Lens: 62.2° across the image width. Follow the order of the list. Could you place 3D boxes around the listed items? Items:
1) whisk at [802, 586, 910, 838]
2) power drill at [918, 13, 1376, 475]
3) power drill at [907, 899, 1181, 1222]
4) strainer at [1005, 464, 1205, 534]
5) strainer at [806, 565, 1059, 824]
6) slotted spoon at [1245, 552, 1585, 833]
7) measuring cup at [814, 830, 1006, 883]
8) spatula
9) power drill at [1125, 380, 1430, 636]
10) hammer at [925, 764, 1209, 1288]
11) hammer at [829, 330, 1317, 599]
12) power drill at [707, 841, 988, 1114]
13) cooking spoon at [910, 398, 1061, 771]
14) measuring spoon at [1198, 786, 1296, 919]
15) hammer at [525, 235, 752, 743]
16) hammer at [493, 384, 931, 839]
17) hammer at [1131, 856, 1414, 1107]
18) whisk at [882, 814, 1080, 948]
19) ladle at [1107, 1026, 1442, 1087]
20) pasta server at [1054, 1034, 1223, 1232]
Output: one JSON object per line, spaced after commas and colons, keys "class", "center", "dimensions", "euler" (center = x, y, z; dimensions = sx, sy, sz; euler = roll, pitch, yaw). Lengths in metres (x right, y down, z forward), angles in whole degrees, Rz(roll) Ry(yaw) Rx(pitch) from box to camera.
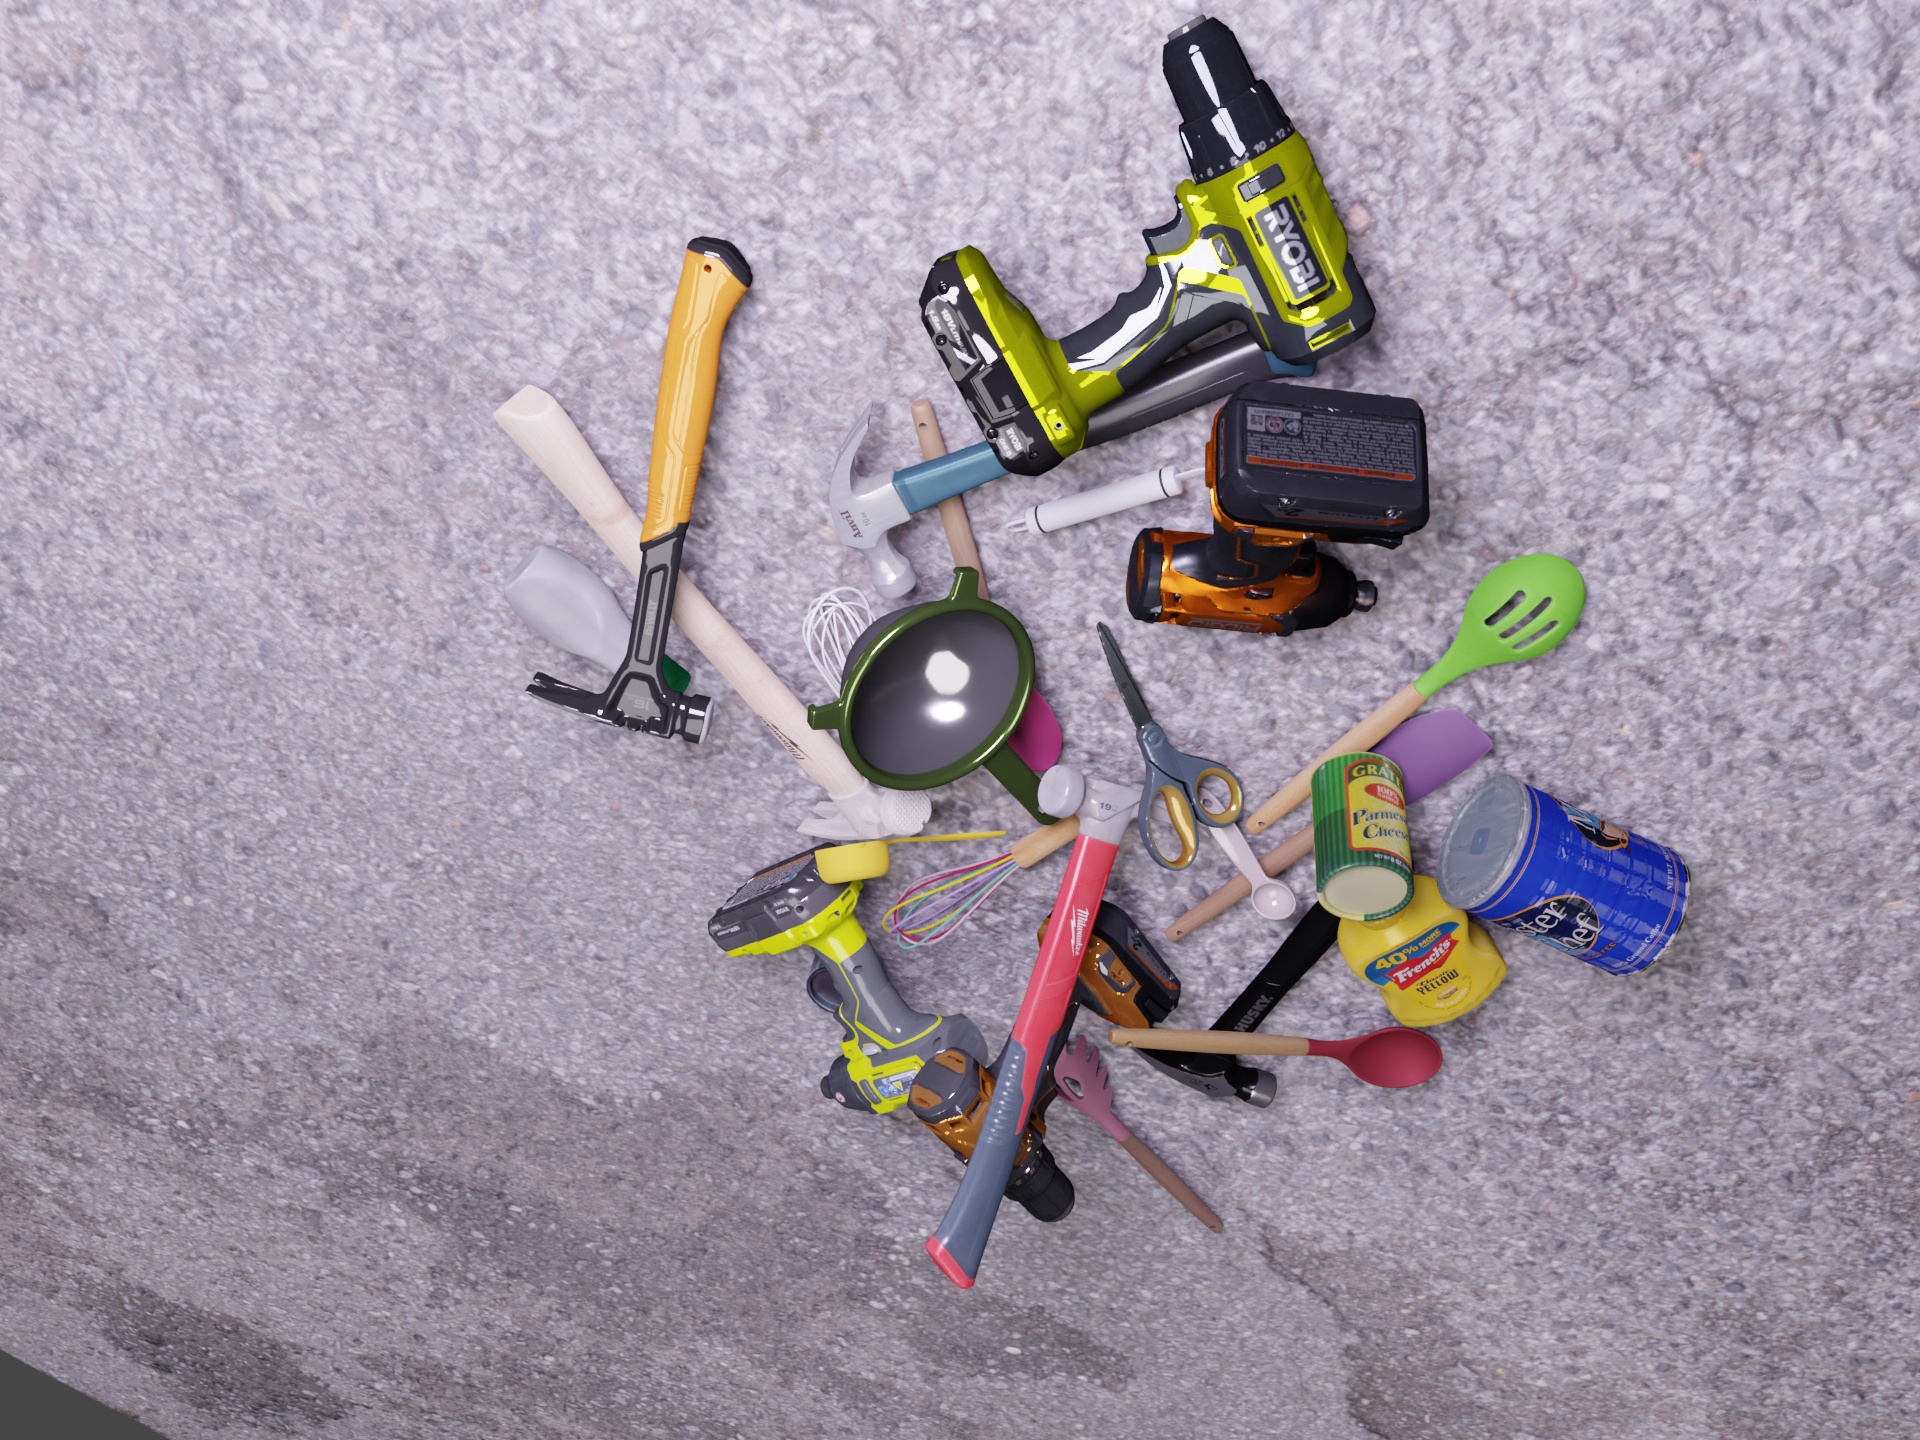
{"class": "whisk", "center": [-0.068, 0.001, 1.190], "dimensions": [0.058, 0.059, 0.246], "euler": [28, 146, 38]}
{"class": "power drill", "center": [0.095, -0.258, 0.894], "dimensions": [0.228, 0.080, 0.190], "euler": [-26, 109, 14]}
{"class": "power drill", "center": [0.080, 0.276, 1.273], "dimensions": [0.084, 0.226, 0.185], "euler": [10, 144, 54]}
{"class": "strainer", "center": [0.142, -0.158, 1.017], "dimensions": [0.258, 0.050, 0.086], "euler": [-13, 167, 27]}
{"class": "strainer", "center": [-0.002, -0.004, 1.143], "dimensions": [0.151, 0.069, 0.256], "euler": [-44, 135, 0]}
{"class": "slotted spoon", "center": [0.308, -0.005, 1.122], "dimensions": [0.070, 0.031, 0.313], "euler": [37, 129, -9]}
{"class": "measuring cup", "center": [-0.036, 0.106, 1.239], "dimensions": [0.156, 0.029, 0.062], "euler": [-4, 173, -19]}
{"class": "spatula", "center": [0.266, 0.088, 1.214], "dimensions": [0.059, 0.018, 0.316], "euler": [40, 125, -10]}
{"class": "power drill", "center": [0.203, -0.114, 0.967], "dimensions": [0.164, 0.084, 0.226], "euler": [5, 162, -6]}
{"class": "hammer", "center": [0.069, 0.235, 1.187], "dimensions": [0.143, 0.038, 0.386], "euler": [19, 89, -30]}
{"class": "hammer", "center": [0.067, -0.181, 1.000], "dimensions": [0.331, 0.033, 0.128], "euler": [-18, 125, 19]}
{"class": "power drill", "center": [-0.101, 0.224, 1.311], "dimensions": [0.171, 0.080, 0.223], "euler": [-25, 104, 38]}
{"class": "cooking spoon", "center": [0.014, -0.083, 1.117], "dimensions": [0.069, 0.017, 0.318], "euler": [-1, 130, 21]}
{"class": "measuring spoon", "center": [0.217, 0.099, 1.222], "dimensions": [0.034, 0.018, 0.124], "euler": [-30, 99, 33]}
{"class": "hammer", "center": [-0.197, -0.146, 1.036], "dimensions": [0.127, 0.034, 0.336], "euler": [14, 115, -4]}
{"class": "hammer", "center": [-0.187, -0.065, 1.144], "dimensions": [0.146, 0.038, 0.410], "euler": [-8, 128, 52]}
{"class": "hammer", "center": [0.261, 0.200, 1.299], "dimensions": [0.146, 0.035, 0.334], "euler": [21, 130, -8]}
{"class": "whisk", "center": [0.029, 0.118, 1.270], "dimensions": [0.245, 0.051, 0.047], "euler": [-34, 111, 29]}
{"class": "ladle", "center": [0.259, 0.267, 1.300], "dimensions": [0.315, 0.031, 0.069], "euler": [8, 123, -23]}
{"class": "pasta server", "center": [0.165, 0.394, 1.488], "dimensions": [0.060, 0.040, 0.316], "euler": [-24, 126, 27]}
